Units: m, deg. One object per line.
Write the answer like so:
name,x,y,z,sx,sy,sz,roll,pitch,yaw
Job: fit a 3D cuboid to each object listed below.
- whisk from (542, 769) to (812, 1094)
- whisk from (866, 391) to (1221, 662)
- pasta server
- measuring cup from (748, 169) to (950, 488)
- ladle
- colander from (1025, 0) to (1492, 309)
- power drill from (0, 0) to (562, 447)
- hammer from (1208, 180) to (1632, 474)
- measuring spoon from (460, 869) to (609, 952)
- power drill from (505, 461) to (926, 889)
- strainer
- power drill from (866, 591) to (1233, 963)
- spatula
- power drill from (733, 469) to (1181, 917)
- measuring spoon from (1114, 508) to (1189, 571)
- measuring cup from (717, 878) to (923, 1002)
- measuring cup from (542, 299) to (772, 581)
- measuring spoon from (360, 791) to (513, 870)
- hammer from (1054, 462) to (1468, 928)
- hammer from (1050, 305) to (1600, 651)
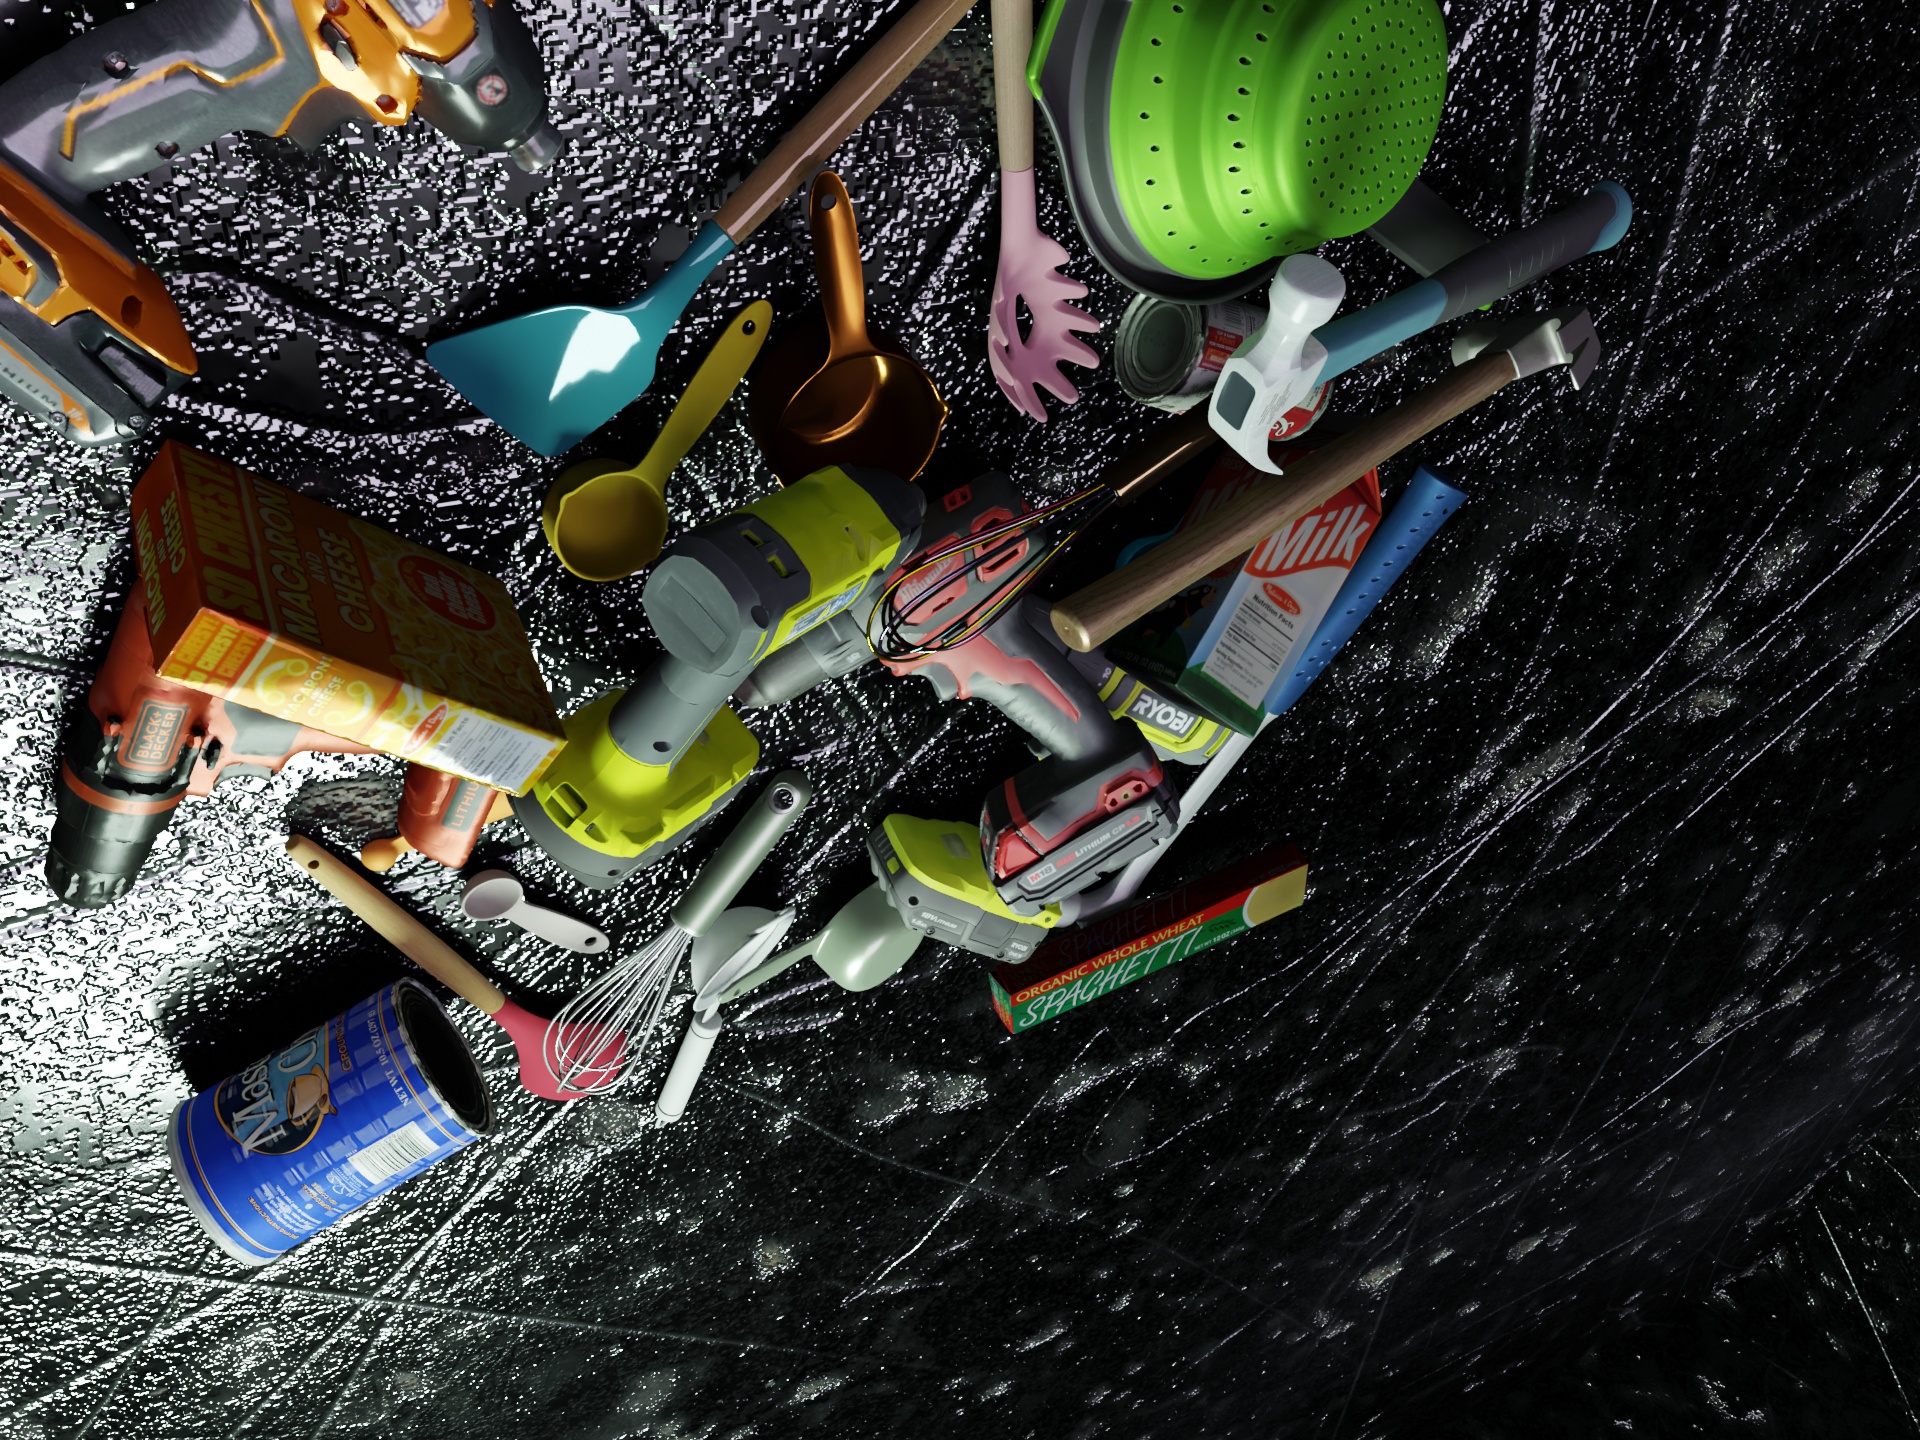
whisk,-0.168,0.128,0.955,0.246,0.058,0.059,-52,179,6
whisk,0.056,-0.105,0.792,0.245,0.051,0.047,-35,105,-3
pasta server,0.030,-0.268,0.703,0.060,0.040,0.316,-36,147,-23
measuring cup,-0.061,-0.180,0.737,0.095,0.052,0.173,-20,136,-16
ladle,-0.286,0.152,0.929,0.069,0.031,0.315,-36,138,-4
colander,0.202,-0.267,0.765,0.396,0.095,0.204,12,106,-47
power drill,-0.258,-0.205,0.562,0.226,0.084,0.164,-41,140,2
hammer,0.241,-0.213,0.794,0.331,0.033,0.128,-30,159,-33
measuring spoon,-0.246,0.112,0.928,0.034,0.018,0.124,-39,146,5
power drill,-0.110,-0.027,0.752,0.223,0.080,0.171,-46,175,38
strainer,-0.165,0.191,1.035,0.087,0.050,0.258,-34,157,-49
power drill,0.043,0.031,0.990,0.190,0.080,0.228,23,112,-36
spatula,-0.090,-0.235,0.687,0.317,0.044,0.082,-44,138,4
power drill,-0.001,-0.003,0.877,0.188,0.080,0.226,-31,111,7
measuring spoon,0.136,-0.126,0.950,0.128,0.021,0.042,-48,135,2
measuring cup,-0.084,0.155,1.009,0.167,0.038,0.083,-22,148,-49
measuring cup,-0.141,-0.137,0.752,0.156,0.029,0.062,-54,137,4
measuring spoon,-0.265,0.055,0.858,0.117,0.011,0.021,-23,138,-13
hammer,0.208,0.000,1.099,0.144,0.035,0.405,14,120,-41
hammer,0.190,-0.128,0.814,0.331,0.130,0.031,-32,104,-13
